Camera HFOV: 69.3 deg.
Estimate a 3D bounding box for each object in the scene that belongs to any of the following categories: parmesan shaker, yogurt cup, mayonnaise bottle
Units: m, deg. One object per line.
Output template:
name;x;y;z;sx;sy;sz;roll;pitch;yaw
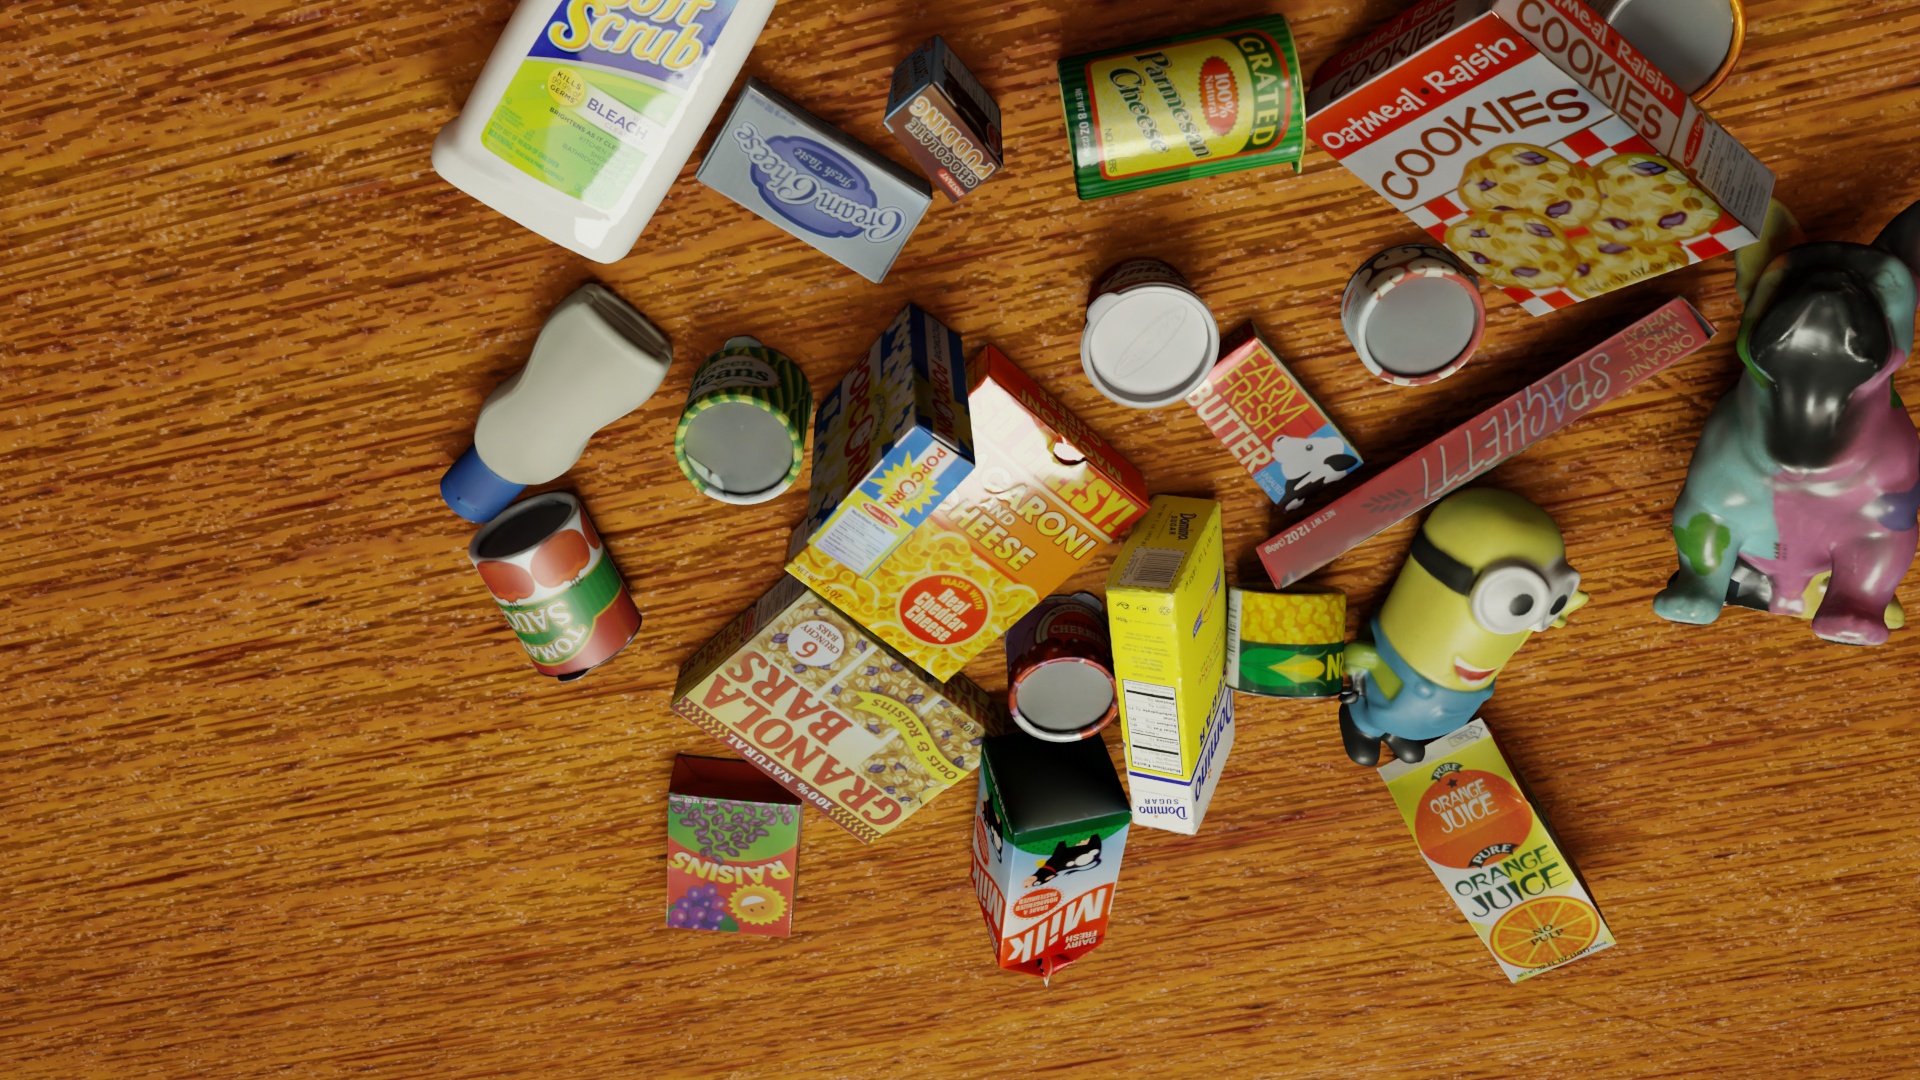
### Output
parmesan shaker;0.100;-0.194;0.637;0.103;0.072;0.071;-10;123;6
yogurt cup;0.093;-0.108;0.701;0.072;0.054;0.072;0;123;0
mayonnaise bottle;-0.220;-0.067;0.736;0.064;0.041;0.147;40;116;-21

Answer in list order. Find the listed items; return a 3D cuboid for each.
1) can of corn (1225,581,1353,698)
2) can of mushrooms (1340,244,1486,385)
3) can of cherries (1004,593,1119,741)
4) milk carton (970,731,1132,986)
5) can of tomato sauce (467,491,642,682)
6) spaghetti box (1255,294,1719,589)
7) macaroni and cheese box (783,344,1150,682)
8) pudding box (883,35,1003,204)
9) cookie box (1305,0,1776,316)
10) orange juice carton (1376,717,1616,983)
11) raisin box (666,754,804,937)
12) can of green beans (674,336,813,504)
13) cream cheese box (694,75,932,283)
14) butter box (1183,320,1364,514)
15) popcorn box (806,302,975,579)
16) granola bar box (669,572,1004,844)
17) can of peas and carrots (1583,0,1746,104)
can of corn;0.187;0.056;0.790;0.071;0.071;0.058;1;94;-1
can of mushrooms;0.234;-0.115;0.710;0.071;0.033;0.070;0;122;0
can of cherries;0.060;0.074;0.817;0.071;0.059;0.071;0;124;0
milk carton;0.052;0.204;0.874;0.073;0.072;0.189;-8;136;-13
can of tomato sauce;-0.227;0.026;0.778;0.071;0.071;0.082;-15;121;9
spaghetti box;0.273;-0.049;0.740;0.249;0.050;0.029;-33;82;19
macaroni and cheese box;0.003;-0.010;0.773;0.123;0.040;0.166;38;116;-23
pudding box;-0.007;-0.192;0.629;0.030;0.084;0.049;-34;117;21
cookie box;0.255;-0.177;0.626;0.167;0.040;0.122;31;161;-19
orange juice carton;0.338;0.190;0.885;0.071;0.073;0.192;-30;118;18
raisin box;-0.148;0.202;0.912;0.086;0.040;0.122;5;122;-5
can of green beans;-0.113;-0.061;0.729;0.071;0.058;0.071;0;123;0
cream cheese box;-0.070;-0.174;0.676;0.104;0.024;0.053;28;119;-17
butter box;0.166;-0.065;0.747;0.053;0.024;0.103;-37;116;21
popcorn box;-0.036;-0.053;0.694;0.038;0.127;0.085;33;117;-24
granola bar box;-0.073;0.103;0.847;0.124;0.039;0.165;-40;115;22
can of peas and carrots;0.308;-0.228;0.622;0.071;0.059;0.070;0;124;0
